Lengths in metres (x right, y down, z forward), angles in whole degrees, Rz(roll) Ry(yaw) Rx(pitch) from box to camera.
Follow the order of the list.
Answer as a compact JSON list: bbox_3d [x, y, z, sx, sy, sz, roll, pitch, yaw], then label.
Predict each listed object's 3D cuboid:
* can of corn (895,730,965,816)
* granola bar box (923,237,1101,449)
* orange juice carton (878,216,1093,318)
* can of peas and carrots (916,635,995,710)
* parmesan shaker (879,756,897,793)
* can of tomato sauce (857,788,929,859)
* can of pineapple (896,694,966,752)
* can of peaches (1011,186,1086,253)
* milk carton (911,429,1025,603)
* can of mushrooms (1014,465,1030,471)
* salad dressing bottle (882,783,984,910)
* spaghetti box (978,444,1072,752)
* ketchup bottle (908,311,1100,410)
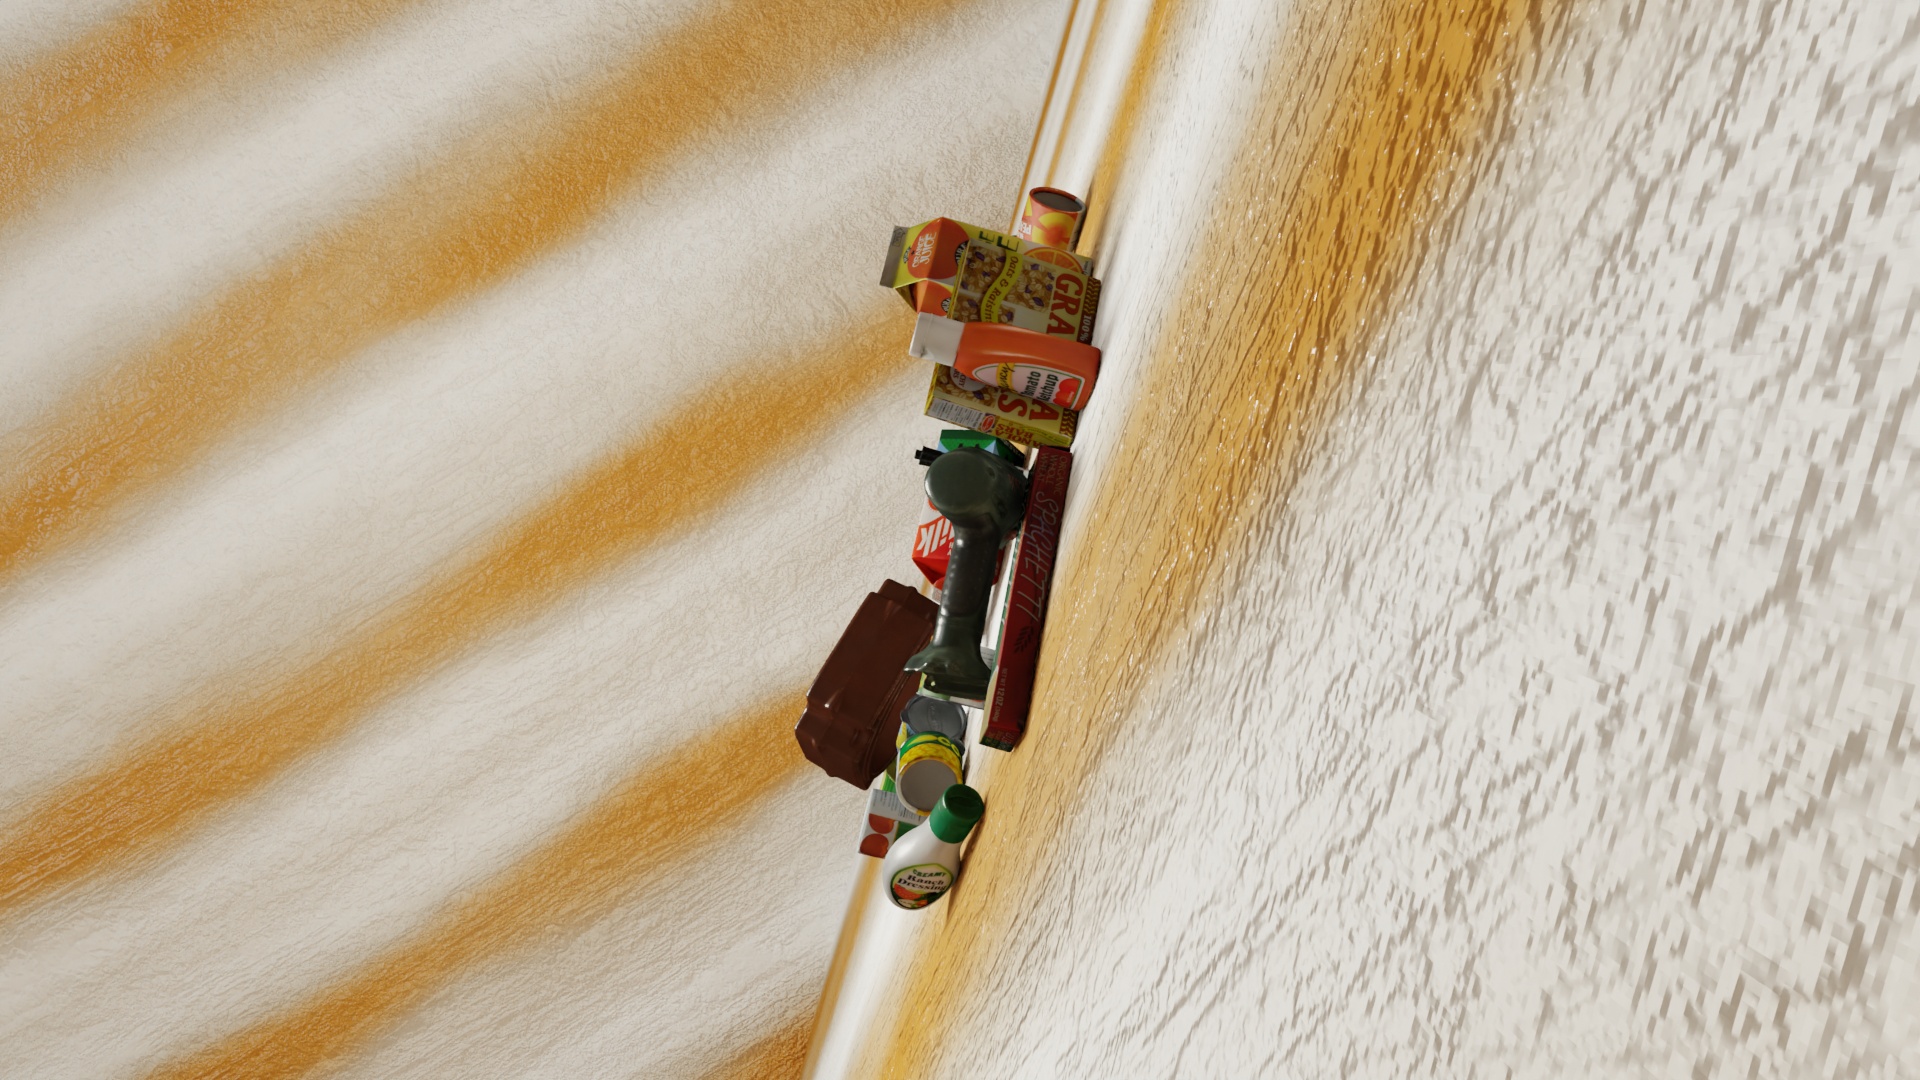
[{"bbox_3d":[-0.028,0.227,1.359,0.058,0.071,0.071,-93,17,-75],"label":"can of corn"},{"bbox_3d":[0.046,-0.165,1.186,0.039,0.124,0.166,121,163,-62],"label":"granola bar box"},{"bbox_3d":[0.022,-0.246,1.322,0.072,0.193,0.072,115,169,-68],"label":"orange juice carton"},{"bbox_3d":[-0.004,0.124,1.313,0.071,0.071,0.059,136,149,-83],"label":"can of peas and carrots"},{"bbox_3d":[-0.061,0.297,1.603,0.072,0.071,0.102,-81,5,-53],"label":"parmesan shaker"},{"bbox_3d":[-0.056,0.290,1.382,0.071,0.083,0.071,-160,84,-86],"label":"can of tomato sauce"},{"bbox_3d":[-0.033,0.202,1.467,0.071,0.071,0.057,-80,5,-47],"label":"can of pineapple"},{"bbox_3d":[0.097,-0.349,1.525,0.071,0.071,0.057,-81,7,-54],"label":"can of peaches"},{"bbox_3d":[0.005,-0.019,1.488,0.072,0.073,0.191,35,-117,-55],"label":"milk carton"},{"bbox_3d":[0.048,-0.042,1.422,0.071,0.033,0.071,-161,85,-86],"label":"can of mushrooms"},{"bbox_3d":[-0.022,0.262,1.187,0.044,0.064,0.146,-91,21,-45],"label":"salad dressing bottle"},{"bbox_3d":[0.052,0.040,1.091,0.050,0.029,0.251,109,174,-63],"label":"spaghetti box"},{"bbox_3d":[0.034,-0.148,1.117,0.064,0.149,0.044,111,173,-63],"label":"ketchup bottle"}]
